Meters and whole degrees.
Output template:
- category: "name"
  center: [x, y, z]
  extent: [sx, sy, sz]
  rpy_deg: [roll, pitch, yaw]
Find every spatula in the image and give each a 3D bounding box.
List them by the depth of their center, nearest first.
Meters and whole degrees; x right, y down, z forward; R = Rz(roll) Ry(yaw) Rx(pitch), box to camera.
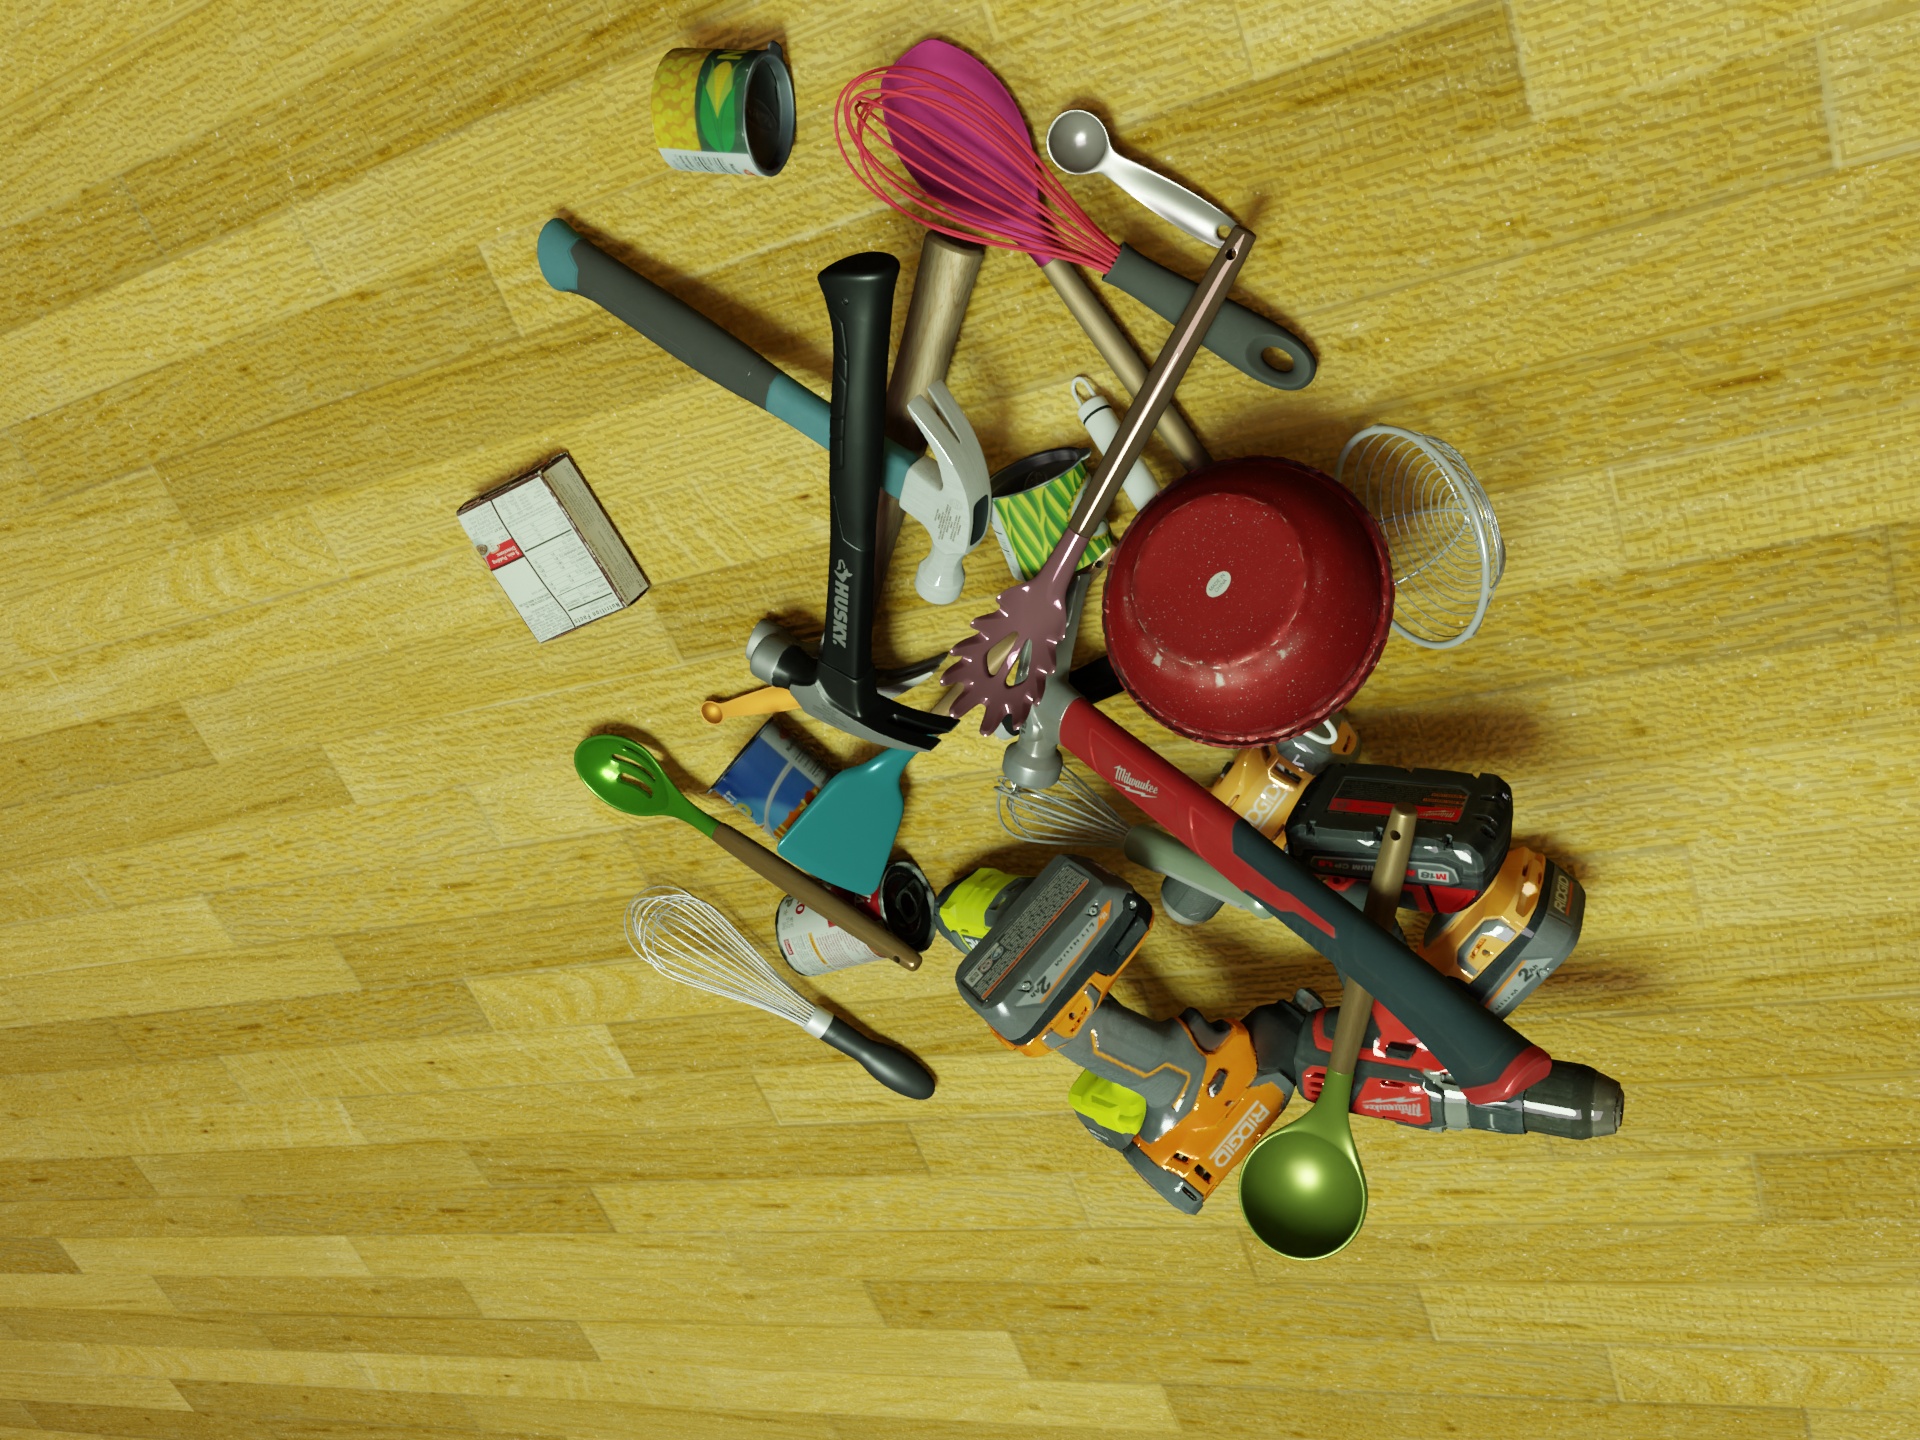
- category: "spatula"
  center: [-0.002, -0.003, 1.042]
  extent: [0.082, 0.044, 0.317]
  rpy_deg: [29, 123, -25]

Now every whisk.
- category: "whisk"
  center: [0.066, -0.256, 0.850]
  extent: [0.295, 0.073, 0.073]
  rpy_deg: [28, 128, -10]
- category: "whisk"
  center: [0.105, 0.075, 1.000]
  extent: [0.057, 0.059, 0.246]
  rpy_deg: [25, 178, -42]
- category: "whisk"
  center: [-0.139, 0.220, 1.249]
  extent: [0.284, 0.070, 0.070]
  rpy_deg: [34, 127, -7]

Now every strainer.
- category: "strainer"
  center: [0.126, -0.090, 0.899]
  extent: [0.259, 0.050, 0.086]
  rpy_deg: [61, 147, 15]

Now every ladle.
- category: "ladle"
  center: [0.215, 0.183, 0.896]
  extent: [0.078, 0.062, 0.320]
  rpy_deg: [23, 129, 27]

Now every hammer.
- category: "hammer"
  center: [0.160, 0.062, 0.868]
  extent: [0.387, 0.038, 0.143]
  rpy_deg: [40, 131, 40]
- category: "hammer"
  center: [-0.058, -0.116, 0.920]
  extent: [0.146, 0.035, 0.334]
  rpy_deg: [29, 139, 20]
- category: "hammer"
  center: [-0.121, -0.202, 0.951]
  extent: [0.331, 0.033, 0.128]
  rpy_deg: [34, 140, 12]
- category: "hammer"
  center: [-0.043, -0.144, 0.993]
  extent: [0.130, 0.031, 0.331]
  rpy_deg: [24, 126, 7]

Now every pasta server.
- category: "pasta server"
  center: [0.077, -0.126, 0.881]
  extent: [0.060, 0.040, 0.316]
  rpy_deg: [31, 117, 5]

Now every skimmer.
- category: "skimmer"
  center: [0.146, -0.054, 0.936]
  extent: [0.363, 0.090, 0.127]
  rpy_deg: [-25, 87, 34]

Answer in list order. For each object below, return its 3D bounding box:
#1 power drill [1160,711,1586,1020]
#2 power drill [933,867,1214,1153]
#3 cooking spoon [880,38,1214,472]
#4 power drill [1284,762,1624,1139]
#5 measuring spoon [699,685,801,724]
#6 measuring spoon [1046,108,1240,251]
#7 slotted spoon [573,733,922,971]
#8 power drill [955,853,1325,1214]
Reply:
- category: "power drill"
  center: [0.248, 0.108, 1.007]
  extent: [0.226, 0.084, 0.185]
  rpy_deg: [33, 127, 5]
- category: "power drill"
  center: [0.075, 0.198, 1.111]
  extent: [0.223, 0.080, 0.171]
  rpy_deg: [52, 160, -13]
- category: "cooking spoon"
  center: [0.066, -0.239, 0.897]
  extent: [0.068, 0.017, 0.318]
  rpy_deg: [-34, 104, 20]
- category: "power drill"
  center: [0.280, 0.144, 0.914]
  extent: [0.188, 0.080, 0.226]
  rpy_deg: [5, 120, 29]
- category: "measuring spoon"
  center: [-0.134, -0.016, 1.126]
  extent: [0.117, 0.011, 0.021]
  rpy_deg: [-12, 112, 24]
- category: "measuring spoon"
  center: [0.103, -0.289, 0.856]
  extent: [0.124, 0.018, 0.034]
  rpy_deg: [30, 131, -6]
- category: "slotted spoon"
  center: [-0.155, 0.095, 1.150]
  extent: [0.314, 0.031, 0.070]
  rpy_deg: [30, 129, 21]
- category: "power drill"
  center: [0.124, 0.186, 0.995]
  extent: [0.164, 0.084, 0.226]
  rpy_deg: [-48, 113, -6]
